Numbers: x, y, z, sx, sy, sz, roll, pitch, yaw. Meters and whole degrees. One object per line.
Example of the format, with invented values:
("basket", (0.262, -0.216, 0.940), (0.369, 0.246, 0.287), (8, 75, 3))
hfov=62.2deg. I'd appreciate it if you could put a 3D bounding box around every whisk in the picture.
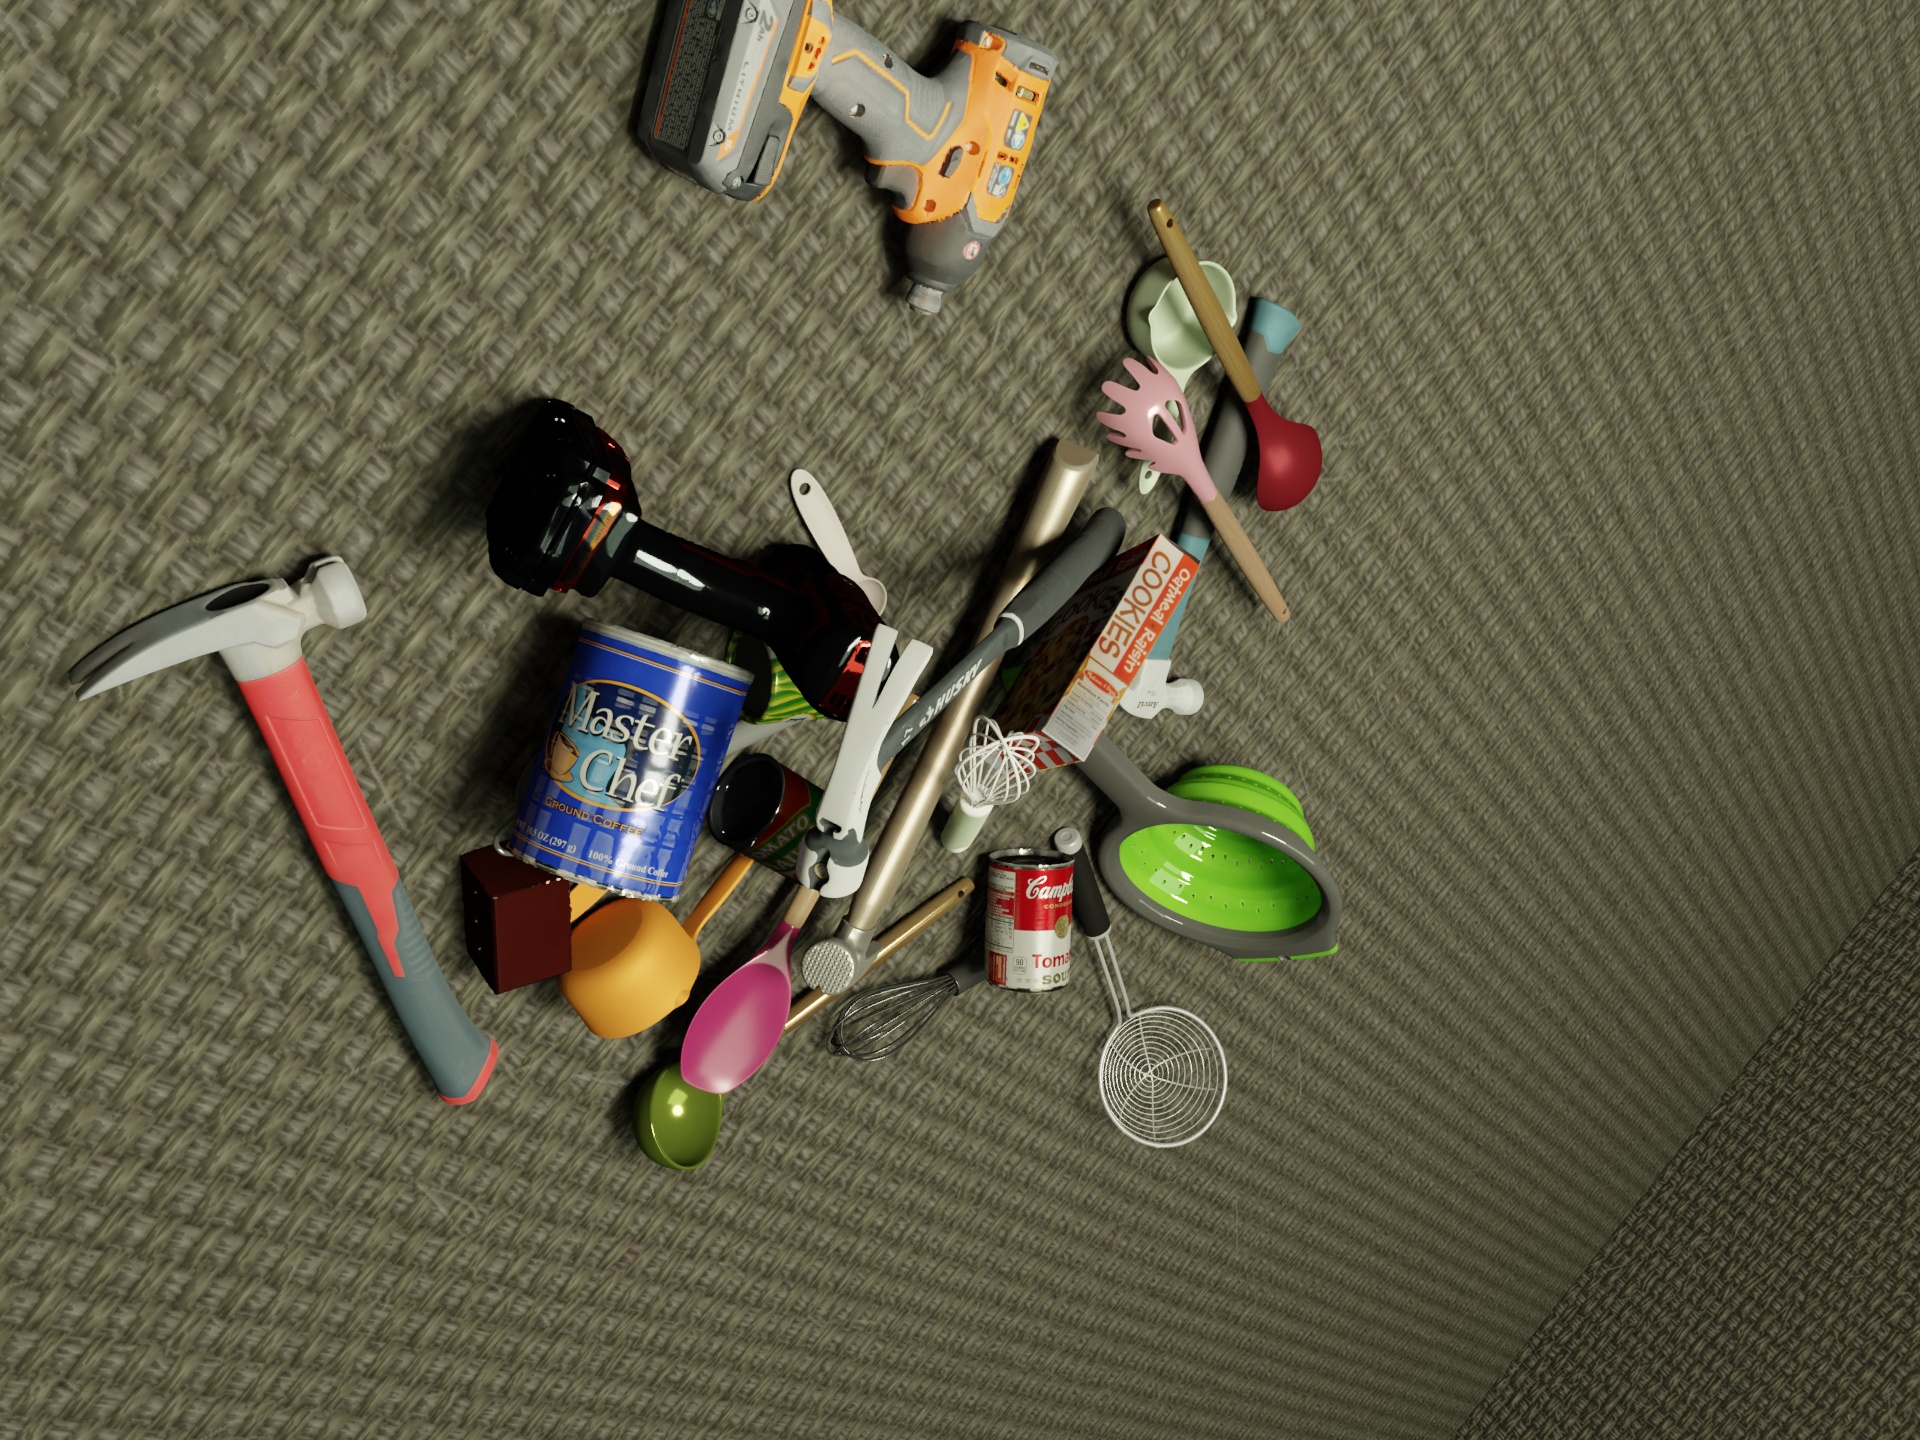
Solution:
("whisk", (0.012, 0.053, 1.112), (0.058, 0.059, 0.246), (-25, 167, -16))
("whisk", (-0.007, 0.208, 1.280), (0.239, 0.055, 0.055), (-26, 131, -30))

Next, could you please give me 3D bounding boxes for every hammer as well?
("hammer", (-0.361, 0.095, 0.921), (0.143, 0.038, 0.385), (-26, 131, -22))
("hammer", (0.022, -0.053, 0.956), (0.409, 0.036, 0.149), (-46, 158, -55))
("hammer", (0.183, -0.154, 1.205), (0.128, 0.033, 0.331), (0, 117, -40))
("hammer", (-0.002, -0.004, 1.125), (0.410, 0.038, 0.146), (-65, 174, 4))

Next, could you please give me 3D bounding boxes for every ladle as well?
("ladle", (-0.109, 0.218, 1.194), (0.320, 0.062, 0.078), (-36, 115, -20))
("ladle", (0.194, -0.245, 1.107), (0.069, 0.031, 0.315), (-49, 138, -5))

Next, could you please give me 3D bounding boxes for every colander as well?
("colander", (0.173, 0.054, 1.287), (0.396, 0.204, 0.095), (44, 51, -31))

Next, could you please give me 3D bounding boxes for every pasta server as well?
("pasta server", (0.184, -0.155, 1.164), (0.060, 0.040, 0.315), (-49, 142, -2))

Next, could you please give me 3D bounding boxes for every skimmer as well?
("skimmer", (0.151, 0.236, 1.387), (0.127, 0.090, 0.362), (-34, 132, -16))

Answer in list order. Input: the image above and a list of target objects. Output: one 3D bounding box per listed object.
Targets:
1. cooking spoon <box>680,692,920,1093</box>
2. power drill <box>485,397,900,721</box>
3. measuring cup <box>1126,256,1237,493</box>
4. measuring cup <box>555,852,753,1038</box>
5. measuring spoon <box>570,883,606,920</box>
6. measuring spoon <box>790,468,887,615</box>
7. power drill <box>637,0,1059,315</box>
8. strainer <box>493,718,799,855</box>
("cooking spoon", (-0.108, 0.122, 1.131), (0.068, 0.017, 0.319), (29, 90, -29))
("power drill", (-0.147, -0.092, 0.903), (0.226, 0.188, 0.080), (26, 105, -27))
("measuring cup", (0.139, -0.242, 1.110), (0.083, 0.038, 0.167), (-9, 124, -36))
("measuring cup", (-0.198, 0.128, 1.059), (0.174, 0.095, 0.052), (-52, 128, -28))
("measuring spoon", (-0.230, 0.094, 1.049), (0.117, 0.011, 0.021), (-45, 136, -2))
("measuring spoon", (-0.083, -0.114, 1.032), (0.034, 0.018, 0.124), (-37, 128, -14))
("power drill", (-0.056, -0.318, 0.872), (0.226, 0.084, 0.164), (0, 117, -43))
("strainer", (-0.185, 0.031, 1.020), (0.258, 0.050, 0.087), (-26, 92, -31))
